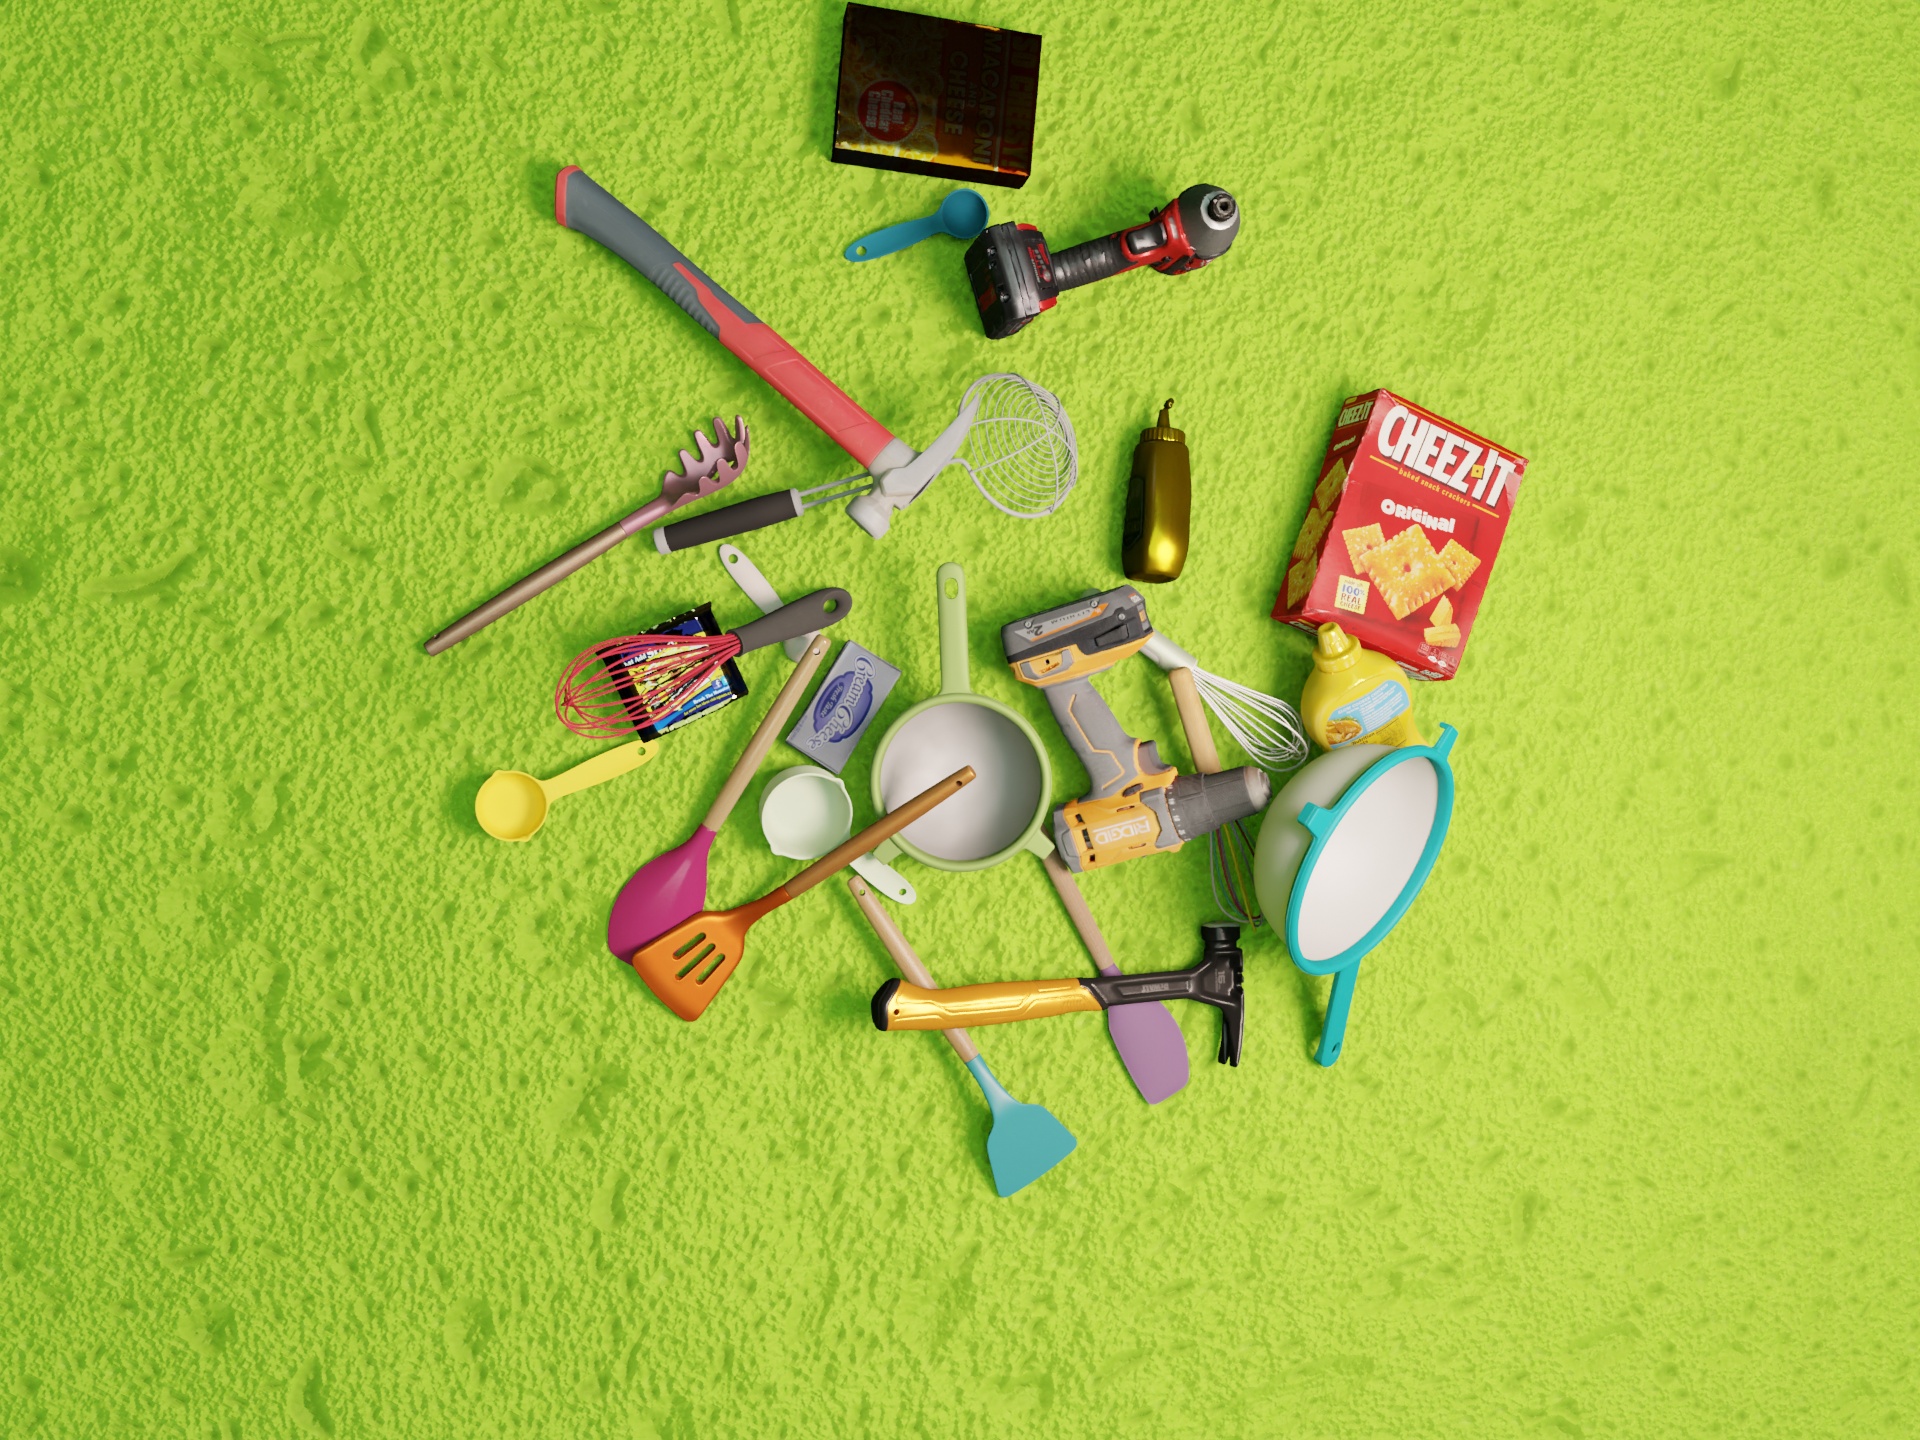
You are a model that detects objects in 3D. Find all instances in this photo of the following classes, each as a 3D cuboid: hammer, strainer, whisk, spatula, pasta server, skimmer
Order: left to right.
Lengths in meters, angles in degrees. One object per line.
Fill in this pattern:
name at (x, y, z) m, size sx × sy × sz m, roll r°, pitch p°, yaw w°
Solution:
pasta server at (-0.302, -0.147, 1.296) m, size 0.316 × 0.060 × 0.040 m, roll -33°, pitch 133°, yaw -6°
whisk at (-0.193, -0.056, 1.249) m, size 0.296 × 0.073 × 0.073 m, roll -26°, pitch 97°, yaw -42°
hammer at (-0.165, -0.324, 1.282) m, size 0.386 × 0.038 × 0.143 m, roll 41°, pitch 88°, yaw 2°
spatula at (-0.121, 0.132, 1.305) m, size 0.322 × 0.041 × 0.081 m, roll -34°, pitch 110°, yaw 10°
skimmer at (-0.077, -0.196, 1.342) m, size 0.363 × 0.090 × 0.127 m, roll -16°, pitch 90°, yaw 0°
spatula at (-0.009, 0.265, 1.356) m, size 0.082 × 0.044 × 0.317 m, roll -33°, pitch 96°, yaw -9°
strainer at (-0.002, -0.004, 1.333) m, size 0.151 × 0.069 × 0.256 m, roll -3°, pitch 95°, yaw 2°
hammer at (0.088, 0.242, 1.351) m, size 0.336 × 0.034 × 0.127 m, roll -1°, pitch 88°, yaw -19°
spatula at (0.118, 0.191, 1.391) m, size 0.060 × 0.018 × 0.316 m, roll -30°, pitch 97°, yaw -13°
whisk at (0.205, -0.038, 1.389) m, size 0.246 × 0.058 × 0.059 m, roll 35°, pitch 77°, yaw -4°
whisk at (0.224, 0.071, 1.376) m, size 0.047 × 0.051 × 0.245 m, roll -30°, pitch 105°, yaw -49°
strainer at (0.309, 0.152, 1.361) m, size 0.211 × 0.095 × 0.340 m, roll -25°, pitch 132°, yaw -33°

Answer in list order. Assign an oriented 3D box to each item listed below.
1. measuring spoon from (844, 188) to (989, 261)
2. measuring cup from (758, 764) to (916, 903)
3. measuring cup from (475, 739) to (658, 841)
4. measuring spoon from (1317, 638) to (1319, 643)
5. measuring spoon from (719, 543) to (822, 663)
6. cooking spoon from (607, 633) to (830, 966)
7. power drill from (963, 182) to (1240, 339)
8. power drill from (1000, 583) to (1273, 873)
measuring spoon at (-0.038, -0.415, 1.355) m, size 0.128 × 0.021 × 0.042 m, roll -20°, pitch 95°, yaw -1°
measuring cup at (-0.101, 0.101, 1.344) m, size 0.083 × 0.038 × 0.167 m, roll -48°, pitch 116°, yaw 2°
measuring cup at (-0.322, 0.051, 1.307) m, size 0.156 × 0.029 × 0.062 m, roll -24°, pitch 95°, yaw -21°
measuring spoon at (0.327, -0.089, 1.431) m, size 0.021 × 0.011 × 0.117 m, roll -10°, pitch 96°, yaw -17°
measuring spoon at (-0.160, -0.099, 1.333) m, size 0.034 × 0.018 × 0.124 m, roll -41°, pitch 97°, yaw -7°
cooking spoon at (-0.195, 0.067, 1.316) m, size 0.068 × 0.017 × 0.319 m, roll 31°, pitch 92°, yaw -10°
power drill at (0.123, -0.389, 1.320) m, size 0.219 × 0.143 × 0.078 m, roll -18°, pitch 97°, yaw -8°
power drill at (0.146, 0.003, 1.332) m, size 0.185 × 0.084 × 0.226 m, roll -16°, pitch 95°, yaw 20°
